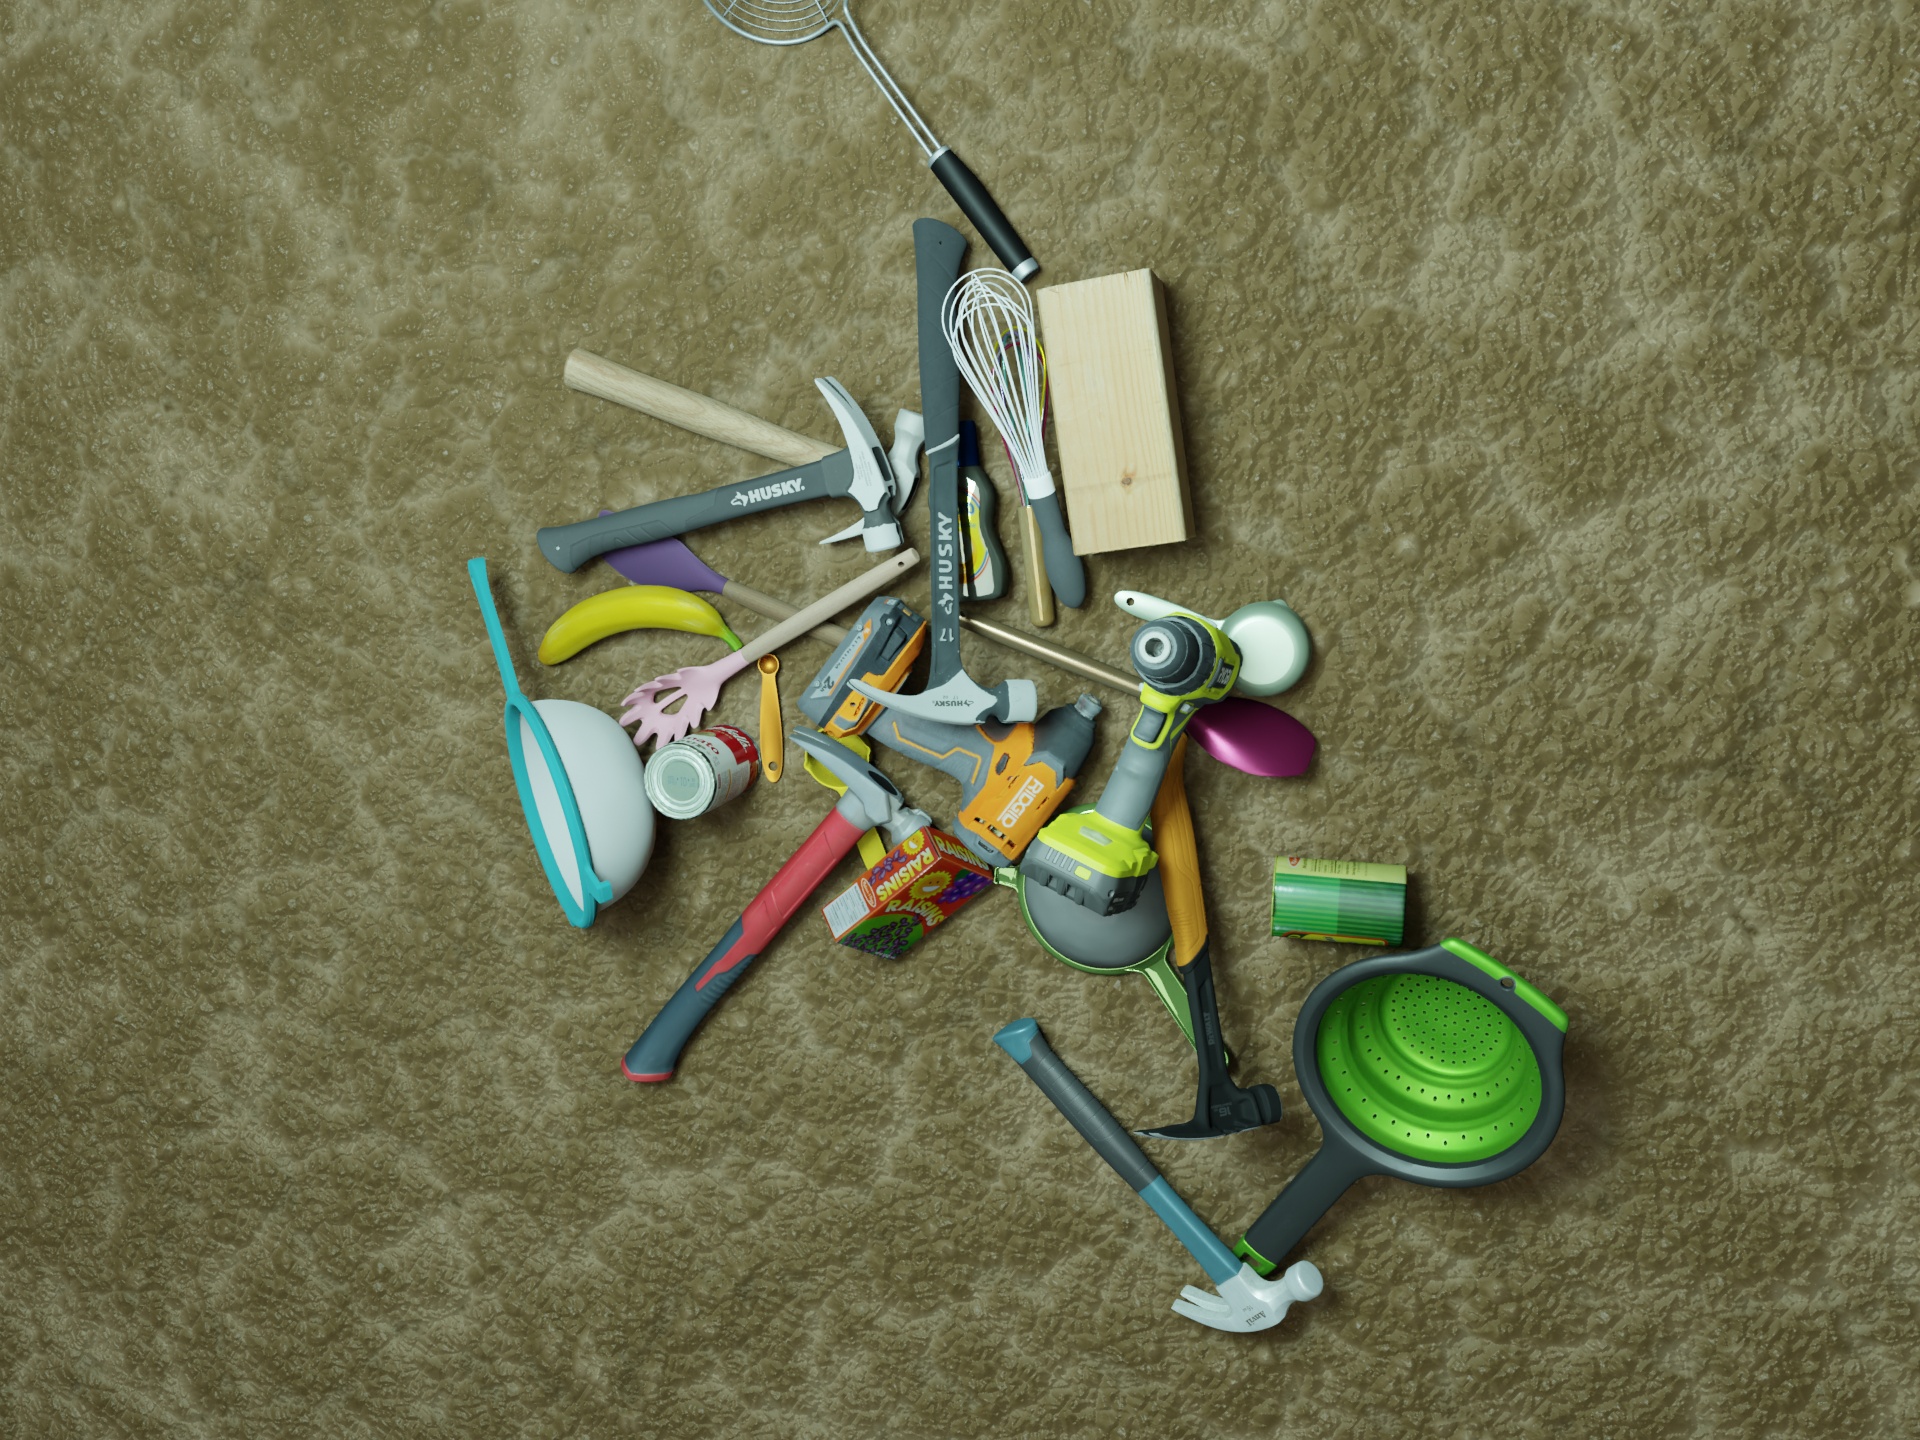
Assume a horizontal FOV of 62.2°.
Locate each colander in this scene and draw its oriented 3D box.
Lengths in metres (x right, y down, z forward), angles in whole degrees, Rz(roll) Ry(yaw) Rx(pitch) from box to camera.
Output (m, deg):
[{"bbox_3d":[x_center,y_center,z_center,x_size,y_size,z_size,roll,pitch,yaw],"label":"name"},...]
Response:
[{"bbox_3d":[0.339,0.315,1.293,0.204,0.094,0.397,36,123,11],"label":"colander"}]

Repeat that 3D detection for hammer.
[{"bbox_3d":[0.152,0.384,1.359,0.331,0.033,0.128,47,126,8],"label":"hammer"},{"bbox_3d":[-0.216,-0.186,1.349,0.335,0.035,0.146,-10,100,21],"label":"hammer"},{"bbox_3d":[-0.192,-0.249,1.365,0.331,0.031,0.130,21,103,11],"label":"hammer"},{"bbox_3d":[0.176,0.164,1.278,0.034,0.127,0.337,-23,73,60],"label":"hammer"},{"bbox_3d":[-0.197,0.179,1.412,0.143,0.038,0.386,39,110,-6],"label":"hammer"},{"bbox_3d":[-0.019,-0.200,1.269,0.149,0.036,0.409,0,84,-11],"label":"hammer"}]

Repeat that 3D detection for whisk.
[{"bbox_3d":[0.057,-0.198,1.303,0.047,0.051,0.245,-5,100,10],"label":"whisk"},{"bbox_3d":[0.054,-0.216,1.250,0.070,0.070,0.284,-12,116,16],"label":"whisk"}]

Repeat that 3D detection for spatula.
[{"bbox_3d":[-0.183,-0.104,1.391,0.316,0.018,0.059,23,122,10],"label":"spatula"}]

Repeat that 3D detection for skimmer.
[{"bbox_3d":[-0.072,-0.490,1.266,0.363,0.090,0.127,53,139,-1],"label":"skimmer"}]

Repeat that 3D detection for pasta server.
[{"bbox_3d":[-0.165,-0.065,1.367,0.316,0.040,0.060,-28,109,23],"label":"pasta server"}]

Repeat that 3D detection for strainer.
[{"bbox_3d":[0.144,0.192,1.324,0.151,0.069,0.256,-35,87,17],"label":"strainer"},{"bbox_3d":[-0.342,0.008,1.400,0.095,0.211,0.340,-16,83,-24],"label":"strainer"}]

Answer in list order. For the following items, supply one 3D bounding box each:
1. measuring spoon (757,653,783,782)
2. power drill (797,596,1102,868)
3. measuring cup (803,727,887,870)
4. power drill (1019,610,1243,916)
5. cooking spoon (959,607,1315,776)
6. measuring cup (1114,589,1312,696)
[{"bbox_3d":[-0.167,-0.002,1.410,0.021,0.011,0.117,2,103,12],"label":"measuring spoon"},{"bbox_3d":[-0.002,-0.004,1.320,0.226,0.084,0.164,37,102,-4],"label":"power drill"},{"bbox_3d":[-0.089,0.073,1.396,0.062,0.029,0.156,-16,106,14],"label":"measuring cup"},{"bbox_3d":[0.131,0.026,1.187,0.080,0.190,0.228,26,97,18],"label":"power drill"},{"bbox_3d":[0.135,-0.030,1.295,0.319,0.017,0.069,22,60,8],"label":"cooking spoon"},{"bbox_3d":[0.201,-0.072,1.284,0.167,0.038,0.083,20,103,9],"label":"measuring cup"}]
